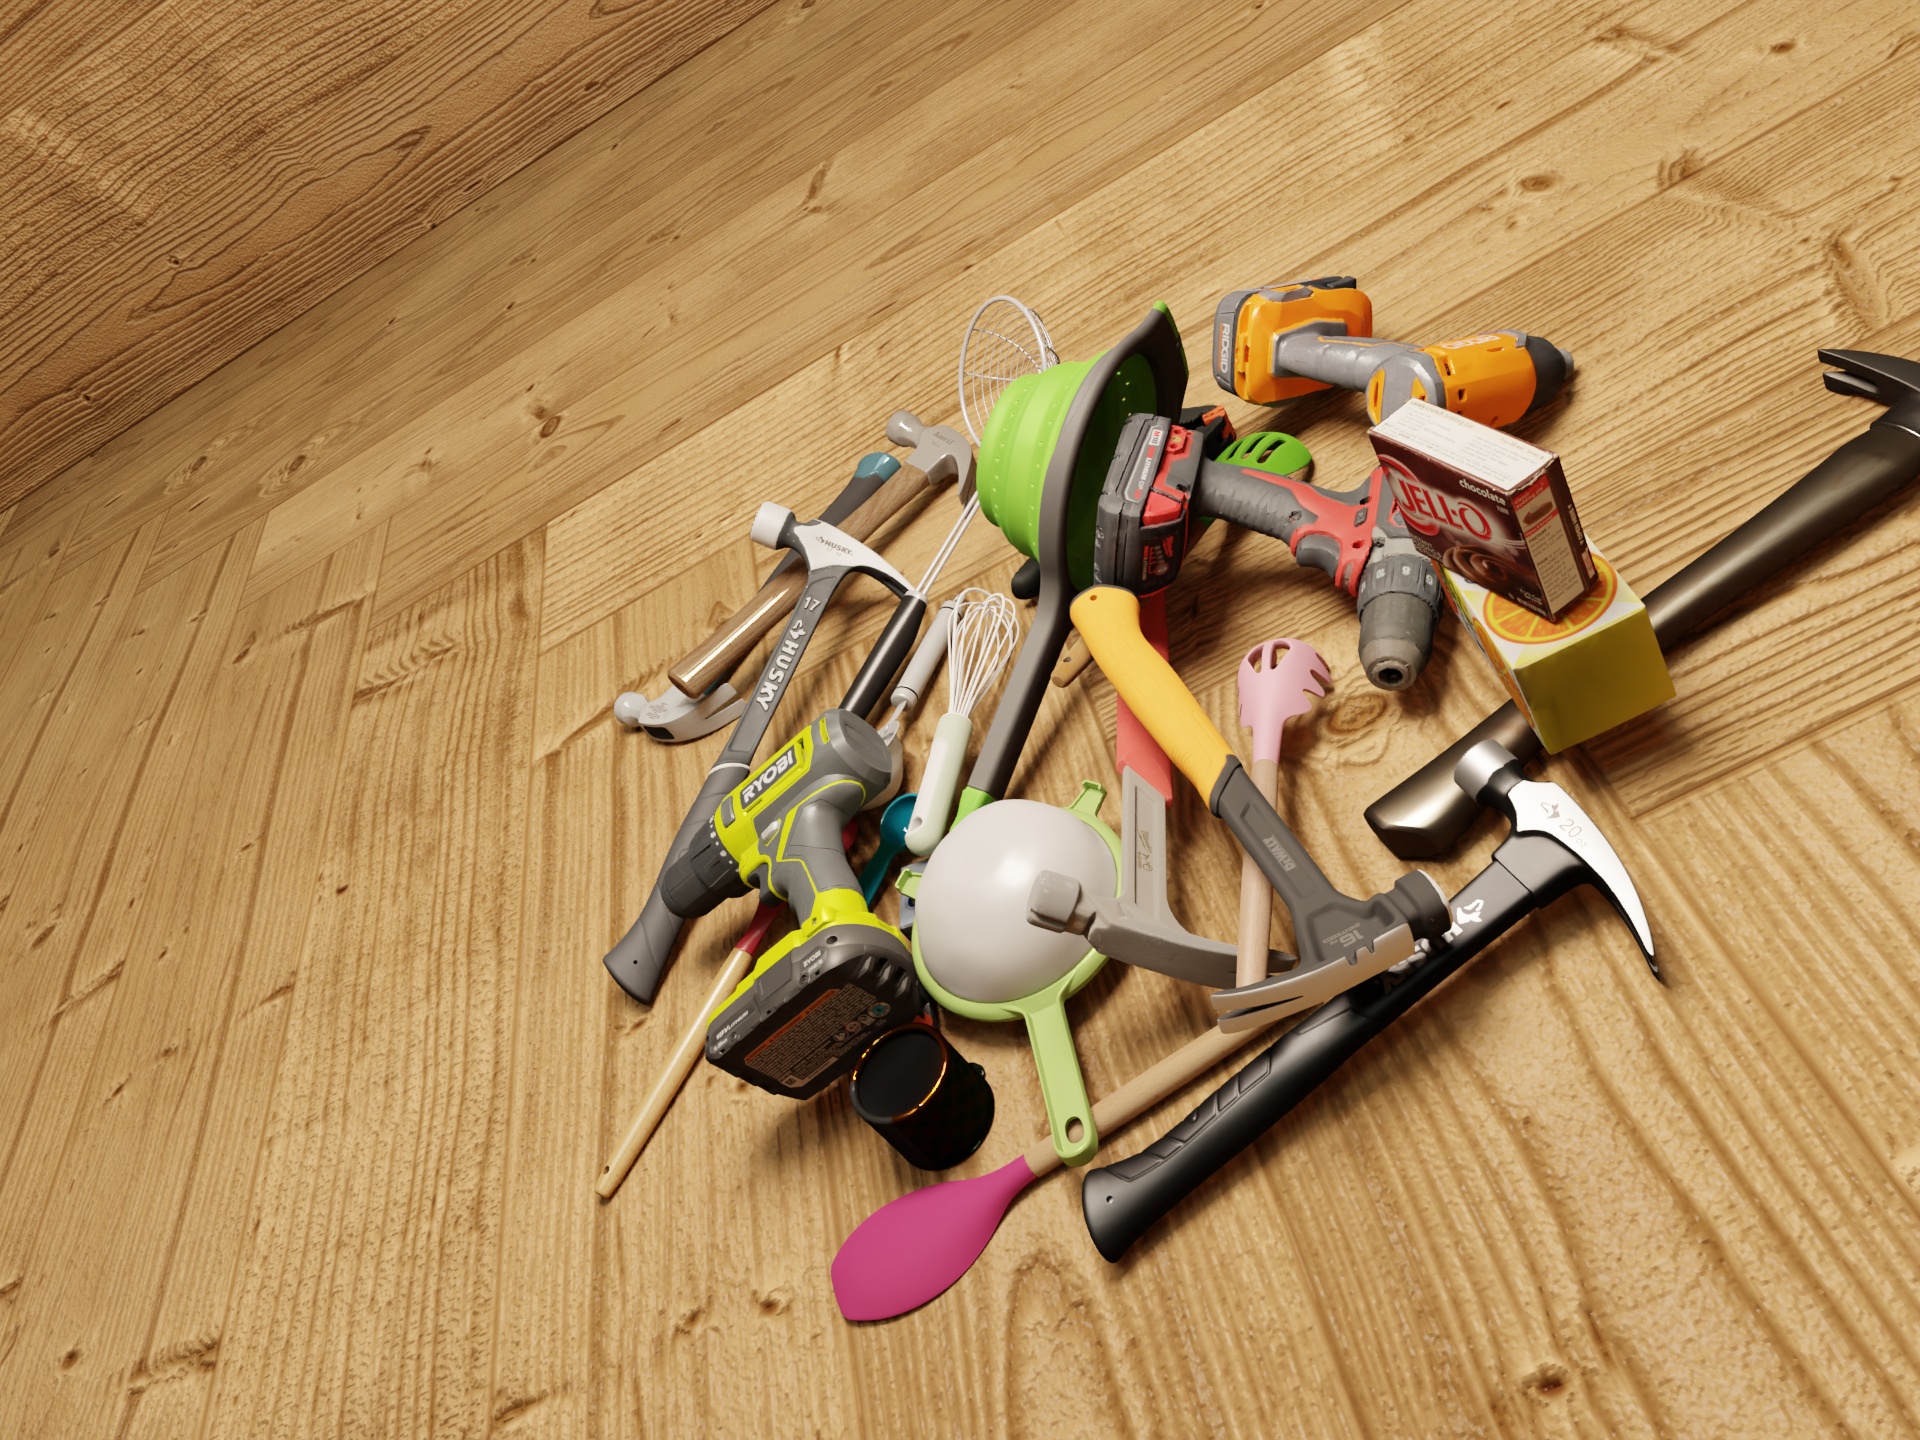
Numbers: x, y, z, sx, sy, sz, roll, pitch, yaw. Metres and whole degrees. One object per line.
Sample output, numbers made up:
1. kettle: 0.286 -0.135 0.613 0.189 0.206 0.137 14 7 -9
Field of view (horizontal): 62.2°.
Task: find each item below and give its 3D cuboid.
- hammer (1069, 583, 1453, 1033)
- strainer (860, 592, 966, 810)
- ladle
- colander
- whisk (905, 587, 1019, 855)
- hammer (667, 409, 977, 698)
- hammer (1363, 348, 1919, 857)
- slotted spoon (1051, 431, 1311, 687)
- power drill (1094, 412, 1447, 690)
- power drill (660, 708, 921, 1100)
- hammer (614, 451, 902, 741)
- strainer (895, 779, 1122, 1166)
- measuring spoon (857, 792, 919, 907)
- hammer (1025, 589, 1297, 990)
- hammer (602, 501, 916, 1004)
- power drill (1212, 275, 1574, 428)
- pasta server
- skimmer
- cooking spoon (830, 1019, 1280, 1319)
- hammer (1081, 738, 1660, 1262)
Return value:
1. hammer: 0.132 0.027 0.900 0.127 0.034 0.337 -26 42 -3
2. strainer: -0.043 -0.009 1.188 0.087 0.050 0.259 -34 23 49
3. ladle: -0.163 0.183 1.097 0.069 0.031 0.315 5 56 42
4. colander: 0.044 -0.108 1.108 0.094 0.204 0.397 18 78 23
5. whisk: -0.002 -0.004 1.129 0.058 0.059 0.247 -28 33 39
6. hammer: -0.113 -0.136 1.338 0.130 0.031 0.331 32 68 36
7. hammer: 0.397 -0.065 0.906 0.410 0.038 0.146 -37 36 1
8. slotted spoon: 0.152 -0.120 1.097 0.070 0.031 0.314 12 45 38
9. power drill: 0.202 -0.107 1.013 0.227 0.080 0.188 11 49 11
10. power drill: -0.116 0.121 1.016 0.190 0.080 0.229 -40 37 19
11. hammer: -0.163 -0.112 1.392 0.128 0.033 0.331 16 62 47
12. strainer: 0.032 0.135 0.923 0.151 0.069 0.257 -27 41 12
13. measuring spoon: -0.055 0.110 1.099 0.042 0.021 0.129 17 72 44
14. hammer: 0.124 0.019 1.000 0.149 0.036 0.359 17 37 -6
15. hammer: -0.163 0.024 1.214 0.149 0.036 0.409 22 67 1
16. power drill: 0.304 -0.254 1.117 0.164 0.084 0.227 -16 30 -27
17. pasta server: 0.179 0.051 0.923 0.060 0.040 0.316 -15 37 26
18. skimmer: -0.026 -0.161 1.237 0.127 0.090 0.363 4 61 58
19. cooking spoon: 0.060 0.231 0.877 0.319 0.017 0.069 -34 39 5
20. hammer: 0.198 0.162 0.815 0.335 0.035 0.146 -40 50 2
